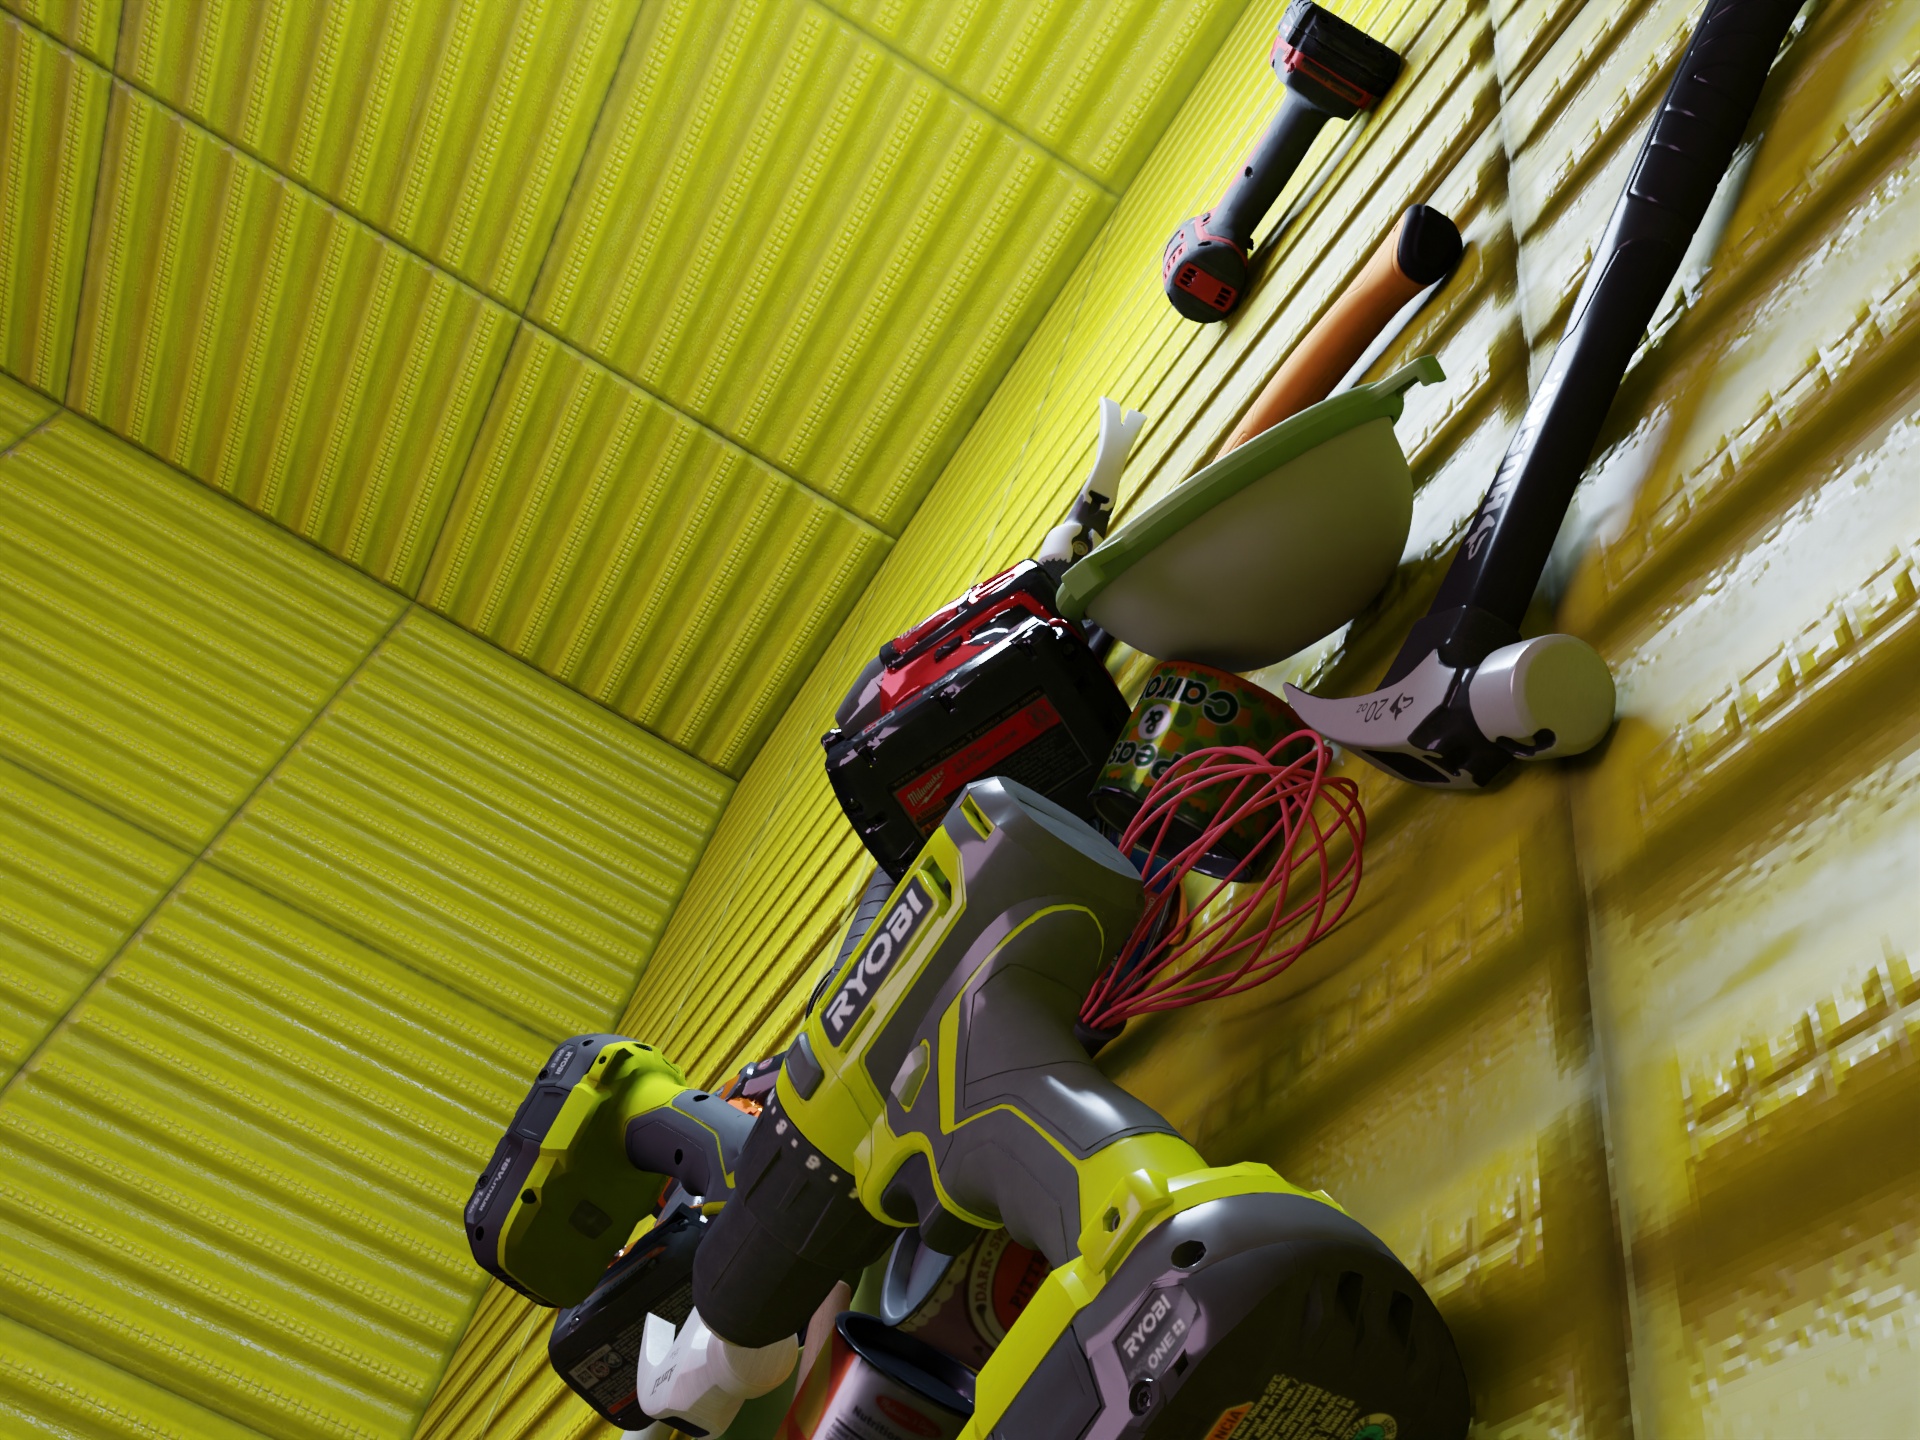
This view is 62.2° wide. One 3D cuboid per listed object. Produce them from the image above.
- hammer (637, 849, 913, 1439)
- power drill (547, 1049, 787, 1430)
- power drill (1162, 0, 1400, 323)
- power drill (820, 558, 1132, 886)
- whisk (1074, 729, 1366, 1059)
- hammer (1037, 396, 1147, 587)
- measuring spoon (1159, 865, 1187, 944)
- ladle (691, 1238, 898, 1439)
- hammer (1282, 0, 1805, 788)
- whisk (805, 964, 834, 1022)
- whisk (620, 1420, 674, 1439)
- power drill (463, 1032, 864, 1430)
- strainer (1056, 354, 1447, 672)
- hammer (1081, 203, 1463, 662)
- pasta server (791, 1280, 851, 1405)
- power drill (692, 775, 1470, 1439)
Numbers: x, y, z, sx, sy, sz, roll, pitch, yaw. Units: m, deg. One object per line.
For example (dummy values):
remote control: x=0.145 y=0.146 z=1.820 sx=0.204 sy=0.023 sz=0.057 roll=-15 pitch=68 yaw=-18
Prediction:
hammer: x=-0.057 y=0.148 z=0.691 sx=0.128 sy=0.033 sz=0.331 roll=-50 pitch=13 yaw=44
power drill: x=-0.138 y=0.280 z=0.925 sx=0.164 sy=0.084 sz=0.226 roll=-40 pitch=11 yaw=15
power drill: x=0.224 y=-0.415 z=1.190 sx=0.226 sy=0.080 sz=0.188 roll=-59 pitch=8 yaw=27
power drill: x=-0.001 y=-0.002 z=0.714 sx=0.143 sy=0.078 sz=0.220 roll=-33 pitch=14 yaw=4
whisk: x=0.057 y=0.095 z=0.566 sx=0.295 sy=0.073 sz=0.073 roll=-60 pitch=6 yaw=50
hammer: x=0.031 y=-0.054 z=1.065 sx=0.408 sy=0.036 sz=0.149 roll=121 pitch=172 yaw=-59
measuring spoon: x=0.087 y=0.058 z=0.658 sx=0.117 sy=0.011 sz=0.021 roll=-87 pitch=21 yaw=-63
ladle: x=-0.025 y=0.166 z=0.659 sx=0.078 sy=0.062 sz=0.320 roll=-6 pitch=60 yaw=59
hammer: x=0.206 y=-0.128 z=0.512 sx=0.335 sy=0.035 sz=0.146 roll=-62 pitch=10 yaw=-13
whisk: x=-0.016 y=0.108 z=0.944 sx=0.239 sy=0.055 sz=0.055 roll=-54 pitch=9 yaw=3
whisk: x=-0.194 y=0.438 z=0.889 sx=0.058 sy=0.059 sz=0.246 roll=1 pitch=48 yaw=37
power drill: x=-0.127 y=0.234 z=0.764 sx=0.223 sy=0.080 sz=0.171 roll=-1 pitch=50 yaw=37
strainer: x=0.118 y=-0.052 z=0.655 sx=0.151 sy=0.069 sz=0.256 roll=-31 pitch=-8 yaw=-1
hammer: x=0.147 y=-0.137 z=0.856 sx=0.336 sy=0.034 sz=0.127 roll=-52 pitch=13 yaw=40
pasta server: x=-0.071 y=0.321 z=0.491 sx=0.316 sy=0.040 sz=0.060 roll=-81 pitch=7 yaw=-47
power drill: x=0.005 y=0.138 z=0.412 sx=0.190 sy=0.080 sz=0.229 roll=-56 pitch=27 yaw=8
